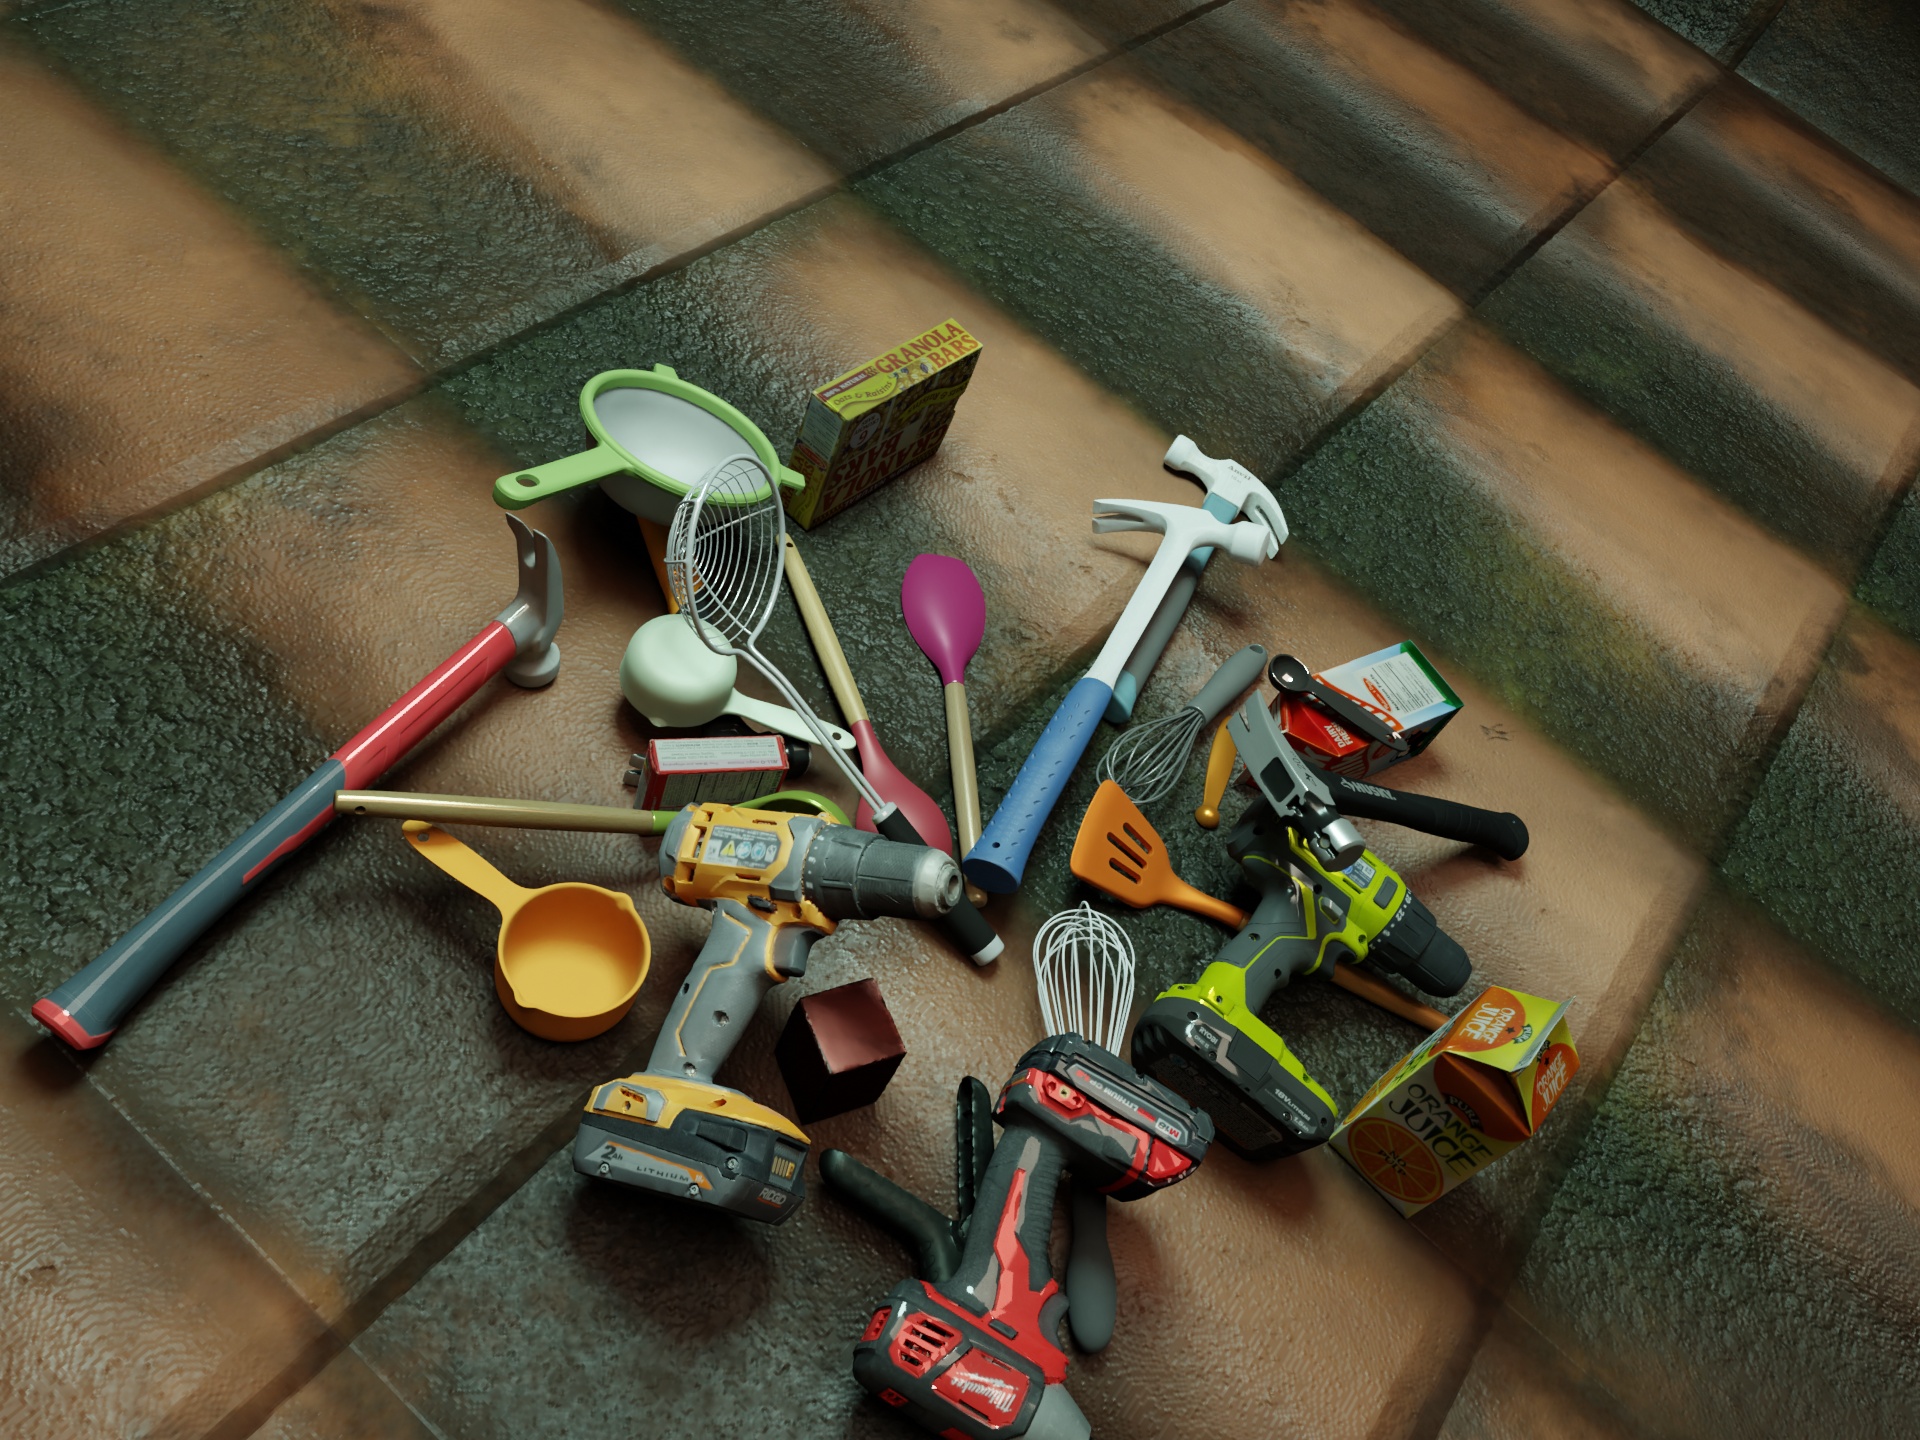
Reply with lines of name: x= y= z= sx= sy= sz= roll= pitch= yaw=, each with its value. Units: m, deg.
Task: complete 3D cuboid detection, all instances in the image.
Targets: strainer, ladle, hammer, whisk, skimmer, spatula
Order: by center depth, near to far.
hammer: x=-0.371 y=0.032 z=0.930 sx=0.038 sy=0.143 sz=0.386 roll=31 pitch=53 yaw=11
ladle: x=-0.213 y=0.068 z=0.974 sx=0.320 sy=0.078 sz=0.062 roll=6 pitch=31 yaw=-28
whisk: x=0.079 y=0.245 z=0.996 sx=0.070 sy=0.070 sz=0.285 roll=10 pitch=57 yaw=-15
skimmer: x=-0.067 y=-0.001 z=1.028 sx=0.363 sy=0.090 sz=0.127 roll=53 pitch=31 yaw=-5
strainer: x=-0.234 y=-0.164 z=1.097 sx=0.151 sy=0.069 sz=0.256 roll=40 pitch=34 yaw=10
spatula: x=0.224 y=0.151 z=1.134 sx=0.322 sy=0.041 sz=0.081 roll=27 pitch=60 yaw=-3
ladle: x=-0.080 y=-0.016 z=1.148 sx=0.069 sy=0.031 sz=0.316 roll=-7 pitch=57 yaw=-28
hammer: x=-0.210 y=-0.098 z=1.151 sx=0.127 sy=0.034 sz=0.337 roll=-4 pitch=57 yaw=-26
hammer: x=0.323 y=0.061 z=1.165 sx=0.334 sy=0.035 sz=0.146 roll=12 pitch=36 yaw=-44
hammer: x=0.100 y=-0.033 z=1.187 sx=0.144 sy=0.035 sz=0.406 roll=17 pitch=50 yaw=19
whisk: x=0.179 y=-0.003 z=1.232 sx=0.055 sy=0.055 sz=0.239 roll=41 pitch=46 yaw=11
hammer: x=0.179 y=-0.115 z=1.322 sx=0.128 sy=0.033 sz=0.331 roll=31 pitch=50 yaw=3

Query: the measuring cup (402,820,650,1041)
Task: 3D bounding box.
measuring cup: x=-0.266 y=0.123 z=0.951 sx=0.173 sy=0.052 sz=0.095 roll=35 pitch=50 yaw=8

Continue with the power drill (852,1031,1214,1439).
power drill: x=0.049 y=0.300 z=0.885 sx=0.143 sy=0.078 sz=0.220 roll=32 pitch=60 yaw=0

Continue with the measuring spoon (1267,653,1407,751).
measuring spoon: x=0.283 y=-0.008 z=1.203 sx=0.124 sy=0.018 sz=0.034 roll=32 pitch=50 yaw=-3

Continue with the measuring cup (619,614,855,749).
measuring cup: x=-0.145 y=-0.021 z=1.069 sx=0.167 sy=0.038 sz=0.083 roll=20 pitch=49 yaw=-6

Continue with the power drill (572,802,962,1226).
power drill: x=-0.104 y=0.158 z=0.887 sx=0.185 sy=0.084 sz=0.226 roll=4 pitch=66 yaw=27

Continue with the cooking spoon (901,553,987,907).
cooking spoon: x=-0.002 y=-0.004 z=1.173 sx=0.068 sy=0.017 sz=0.319 roll=6 pitch=53 yaw=-17

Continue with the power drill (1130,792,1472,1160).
power drill: x=0.234 y=0.178 z=1.072 sx=0.190 sy=0.080 sz=0.228 roll=39 pitch=58 yaw=0

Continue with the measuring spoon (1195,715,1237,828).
measuring spoon: x=0.202 y=0.037 z=1.230 sx=0.021 sy=0.011 sz=0.117 roll=25 pitch=50 yaw=-3
